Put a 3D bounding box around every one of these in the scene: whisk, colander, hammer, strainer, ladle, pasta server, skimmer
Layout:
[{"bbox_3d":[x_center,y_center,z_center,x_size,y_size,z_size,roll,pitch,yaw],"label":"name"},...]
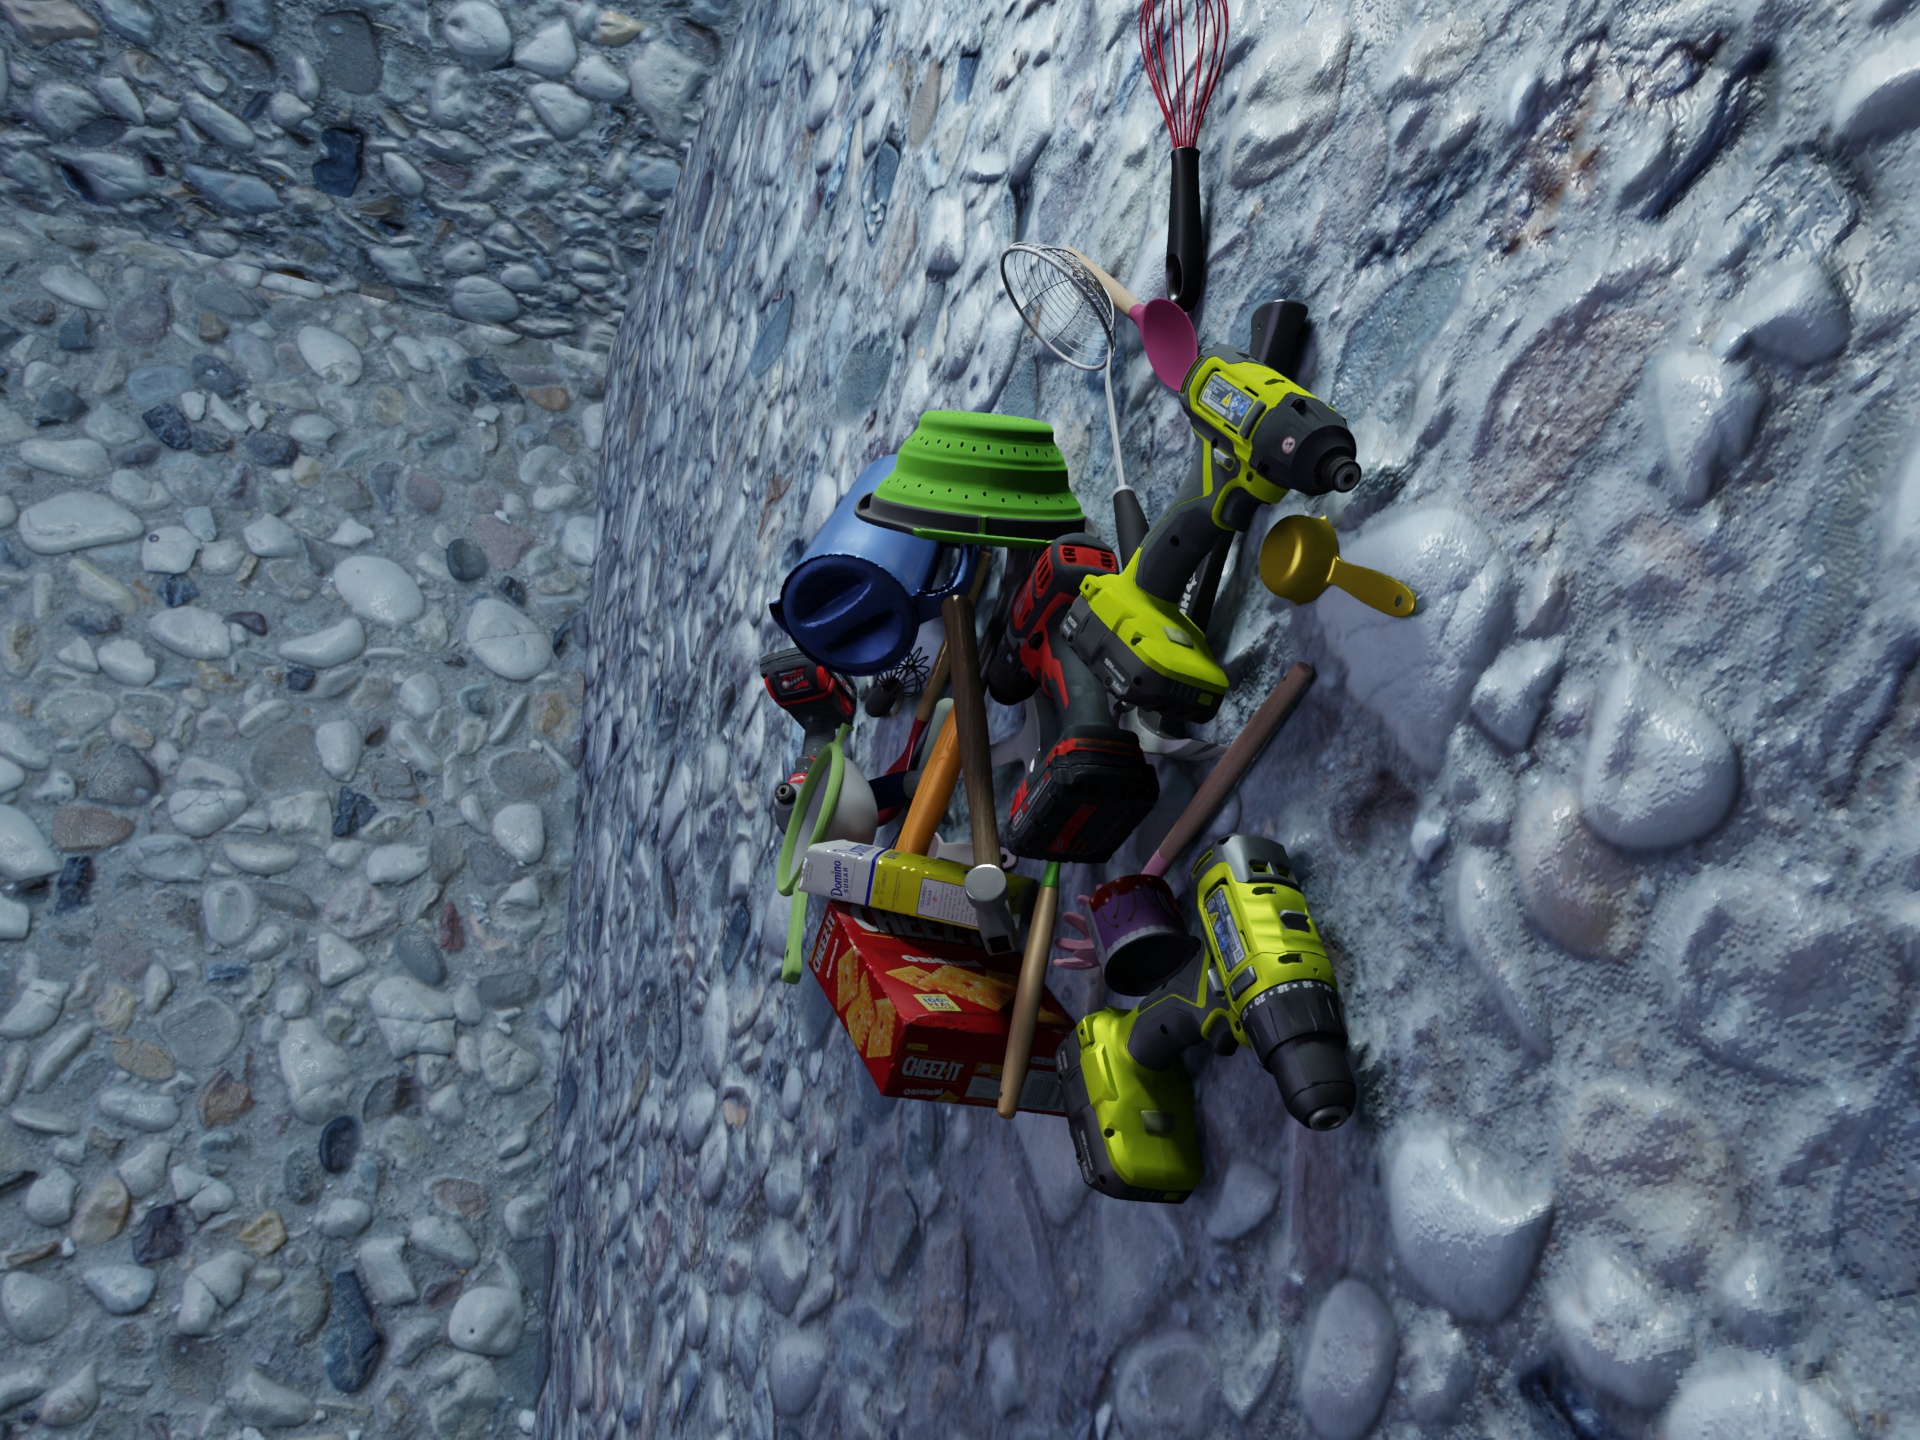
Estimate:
[{"bbox_3d":[-0.073,-0.035,1.626,0.239,0.055,0.055,138,138,-73],"label":"whisk"},{"bbox_3d":[0.015,-0.223,1.389,0.397,0.204,0.094,-98,13,-76],"label":"colander"},{"bbox_3d":[-0.040,0.052,1.489,0.405,0.035,0.144,-21,61,53],"label":"hammer"},{"bbox_3d":[0.013,0.034,1.258,0.129,0.031,0.332,76,-174,-52],"label":"hammer"},{"bbox_3d":[-0.046,0.096,1.551,0.059,0.057,0.246,20,96,24],"label":"whisk"},{"bbox_3d":[0.178,-0.468,1.260,0.073,0.073,0.296,170,102,-65],"label":"whisk"},{"bbox_3d":[0.184,-0.131,1.129,0.146,0.035,0.334,-140,63,-64],"label":"hammer"},{"bbox_3d":[-0.117,0.137,1.443,0.257,0.069,0.151,-87,22,-45],"label":"strainer"},{"bbox_3d":[-0.002,-0.004,1.387,0.127,0.034,0.337,36,108,55],"label":"hammer"},{"bbox_3d":[-0.030,-0.026,1.587,0.069,0.031,0.315,-113,41,-61],"label":"ladle"},{"bbox_3d":[0.151,0.074,1.117,0.060,0.040,0.316,-79,16,-52],"label":"pasta server"},{"bbox_3d":[0.095,-0.231,1.292,0.127,0.090,0.364,76,-172,-66],"label":"skimmer"}]

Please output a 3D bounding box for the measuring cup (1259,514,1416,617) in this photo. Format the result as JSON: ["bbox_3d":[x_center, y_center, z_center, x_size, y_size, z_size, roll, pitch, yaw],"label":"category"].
[{"bbox_3d":[0.234,-0.092,1.002,0.157,0.029,0.062,-134,57,-65],"label":"measuring cup"}]

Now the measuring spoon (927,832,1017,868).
[{"bbox_3d":[0.007,0.120,1.420,0.124,0.018,0.034,3,80,43],"label":"measuring spoon"}]

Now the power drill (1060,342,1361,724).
[{"bbox_3d":[0.165,-0.118,1.041,0.223,0.080,0.171,-63,32,20],"label":"power drill"}]

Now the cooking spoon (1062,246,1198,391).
[{"bbox_3d":[0.140,-0.350,1.336,0.319,0.017,0.068,-117,21,-55],"label":"cooking spoon"}]

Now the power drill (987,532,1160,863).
[{"bbox_3d":[0.072,-0.005,1.206,0.187,0.080,0.227,121,150,-52],"label":"power drill"}]

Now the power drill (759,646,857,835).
[{"bbox_3d":[-0.166,0.034,1.740,0.143,0.078,0.220,54,-152,-57],"label":"power drill"}]

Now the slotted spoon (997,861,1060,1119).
[{"bbox_3d":[0.063,0.154,1.211,0.070,0.031,0.314,128,159,-54],"label":"slotted spoon"}]

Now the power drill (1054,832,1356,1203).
[{"bbox_3d":[0.156,0.209,1.004,0.228,0.080,0.191,-57,32,38],"label":"power drill"}]
